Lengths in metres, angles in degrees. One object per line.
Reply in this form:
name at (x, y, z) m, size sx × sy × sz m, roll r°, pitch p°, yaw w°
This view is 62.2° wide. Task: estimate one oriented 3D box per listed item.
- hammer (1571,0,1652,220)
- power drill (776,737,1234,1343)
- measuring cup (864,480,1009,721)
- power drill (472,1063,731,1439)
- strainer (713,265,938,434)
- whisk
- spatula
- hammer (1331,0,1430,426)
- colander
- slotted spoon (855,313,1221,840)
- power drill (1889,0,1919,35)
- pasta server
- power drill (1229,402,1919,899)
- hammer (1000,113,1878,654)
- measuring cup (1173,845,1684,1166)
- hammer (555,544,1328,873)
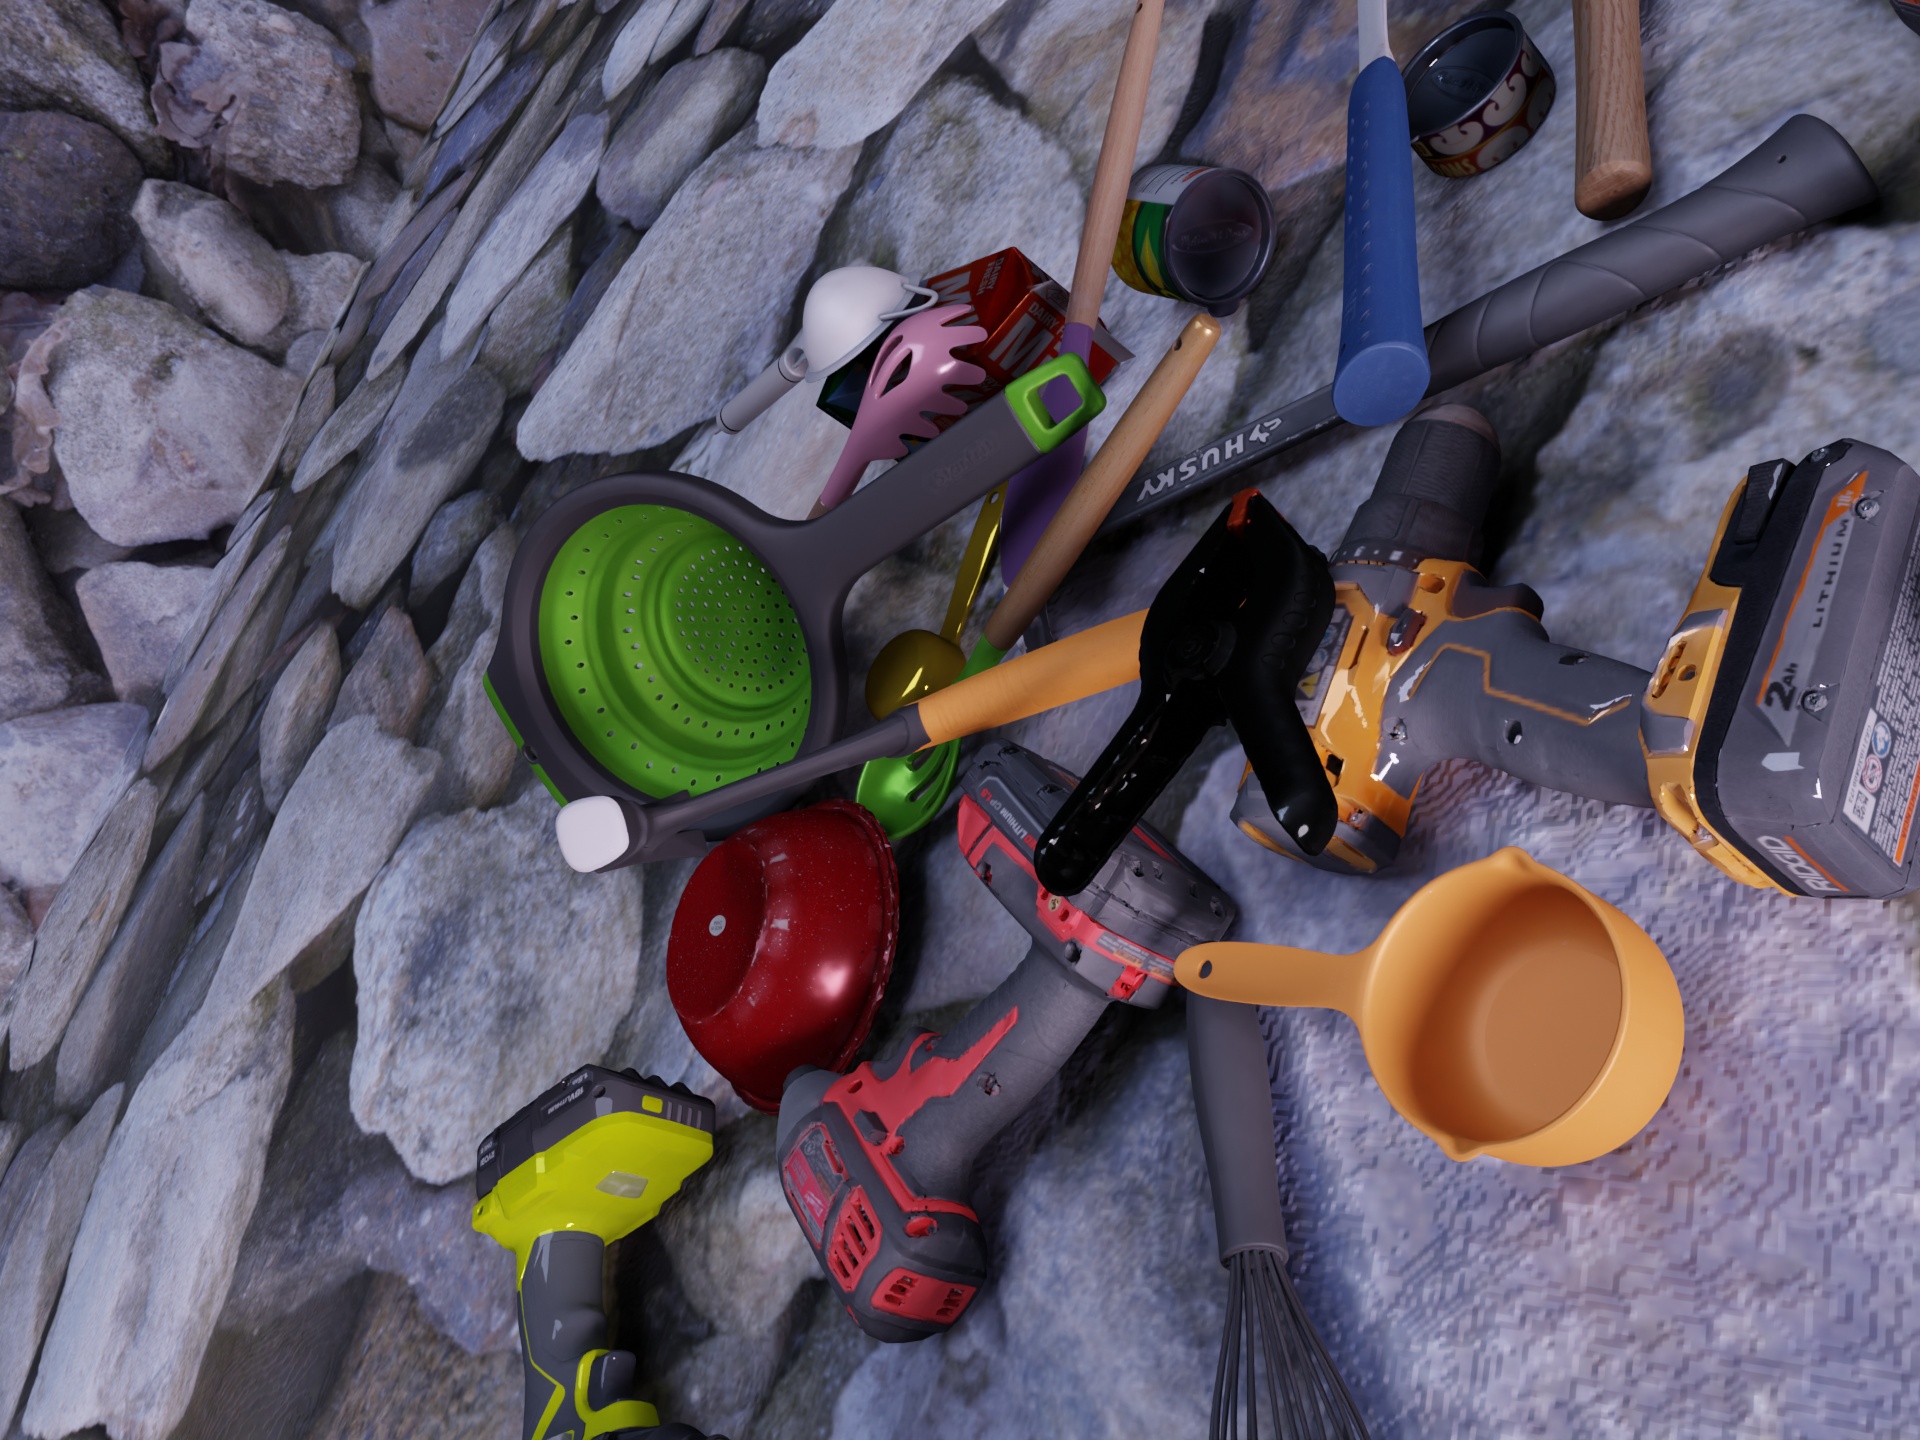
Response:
hammer at (0.274, -0.362, 0.680) m, size 0.031 × 0.130 × 0.331 m, roll 3°, pitch 69°, yaw 10°
power drill at (0.001, 0.127, 0.658) m, size 0.219 × 0.078 × 0.143 m, roll -57°, pitch 34°, yaw 7°
measuring cup at (-0.010, -0.067, 0.849) m, size 0.062 × 0.029 × 0.156 m, roll 5°, pitch 71°, yaw 52°
power drill at (-0.168, 0.286, 0.746) m, size 0.171 × 0.080 × 0.223 m, roll -38°, pitch 44°, yaw 28°
strainer at (-0.096, -0.213, 0.938) m, size 0.258 × 0.050 × 0.087 m, roll -19°, pitch 34°, yaw 57°
whisk at (0.100, 0.177, 0.526) m, size 0.055 × 0.055 × 0.239 m, roll -35°, pitch 37°, yaw 30°
spatula at (0.063, -0.217, 0.785) m, size 0.060 × 0.018 × 0.316 m, roll 2°, pitch 77°, yaw 57°
hammer at (0.185, -0.294, 0.703) m, size 0.144 × 0.035 × 0.406 m, roll 122°, pitch 161°, yaw -54°
colander at (-0.080, -0.079, 0.841) m, size 0.397 × 0.204 × 0.094 m, roll -30°, pitch 6°, yaw 29°
slotted spoon at (0.030, -0.053, 0.723) m, size 0.313 × 0.031 × 0.070 m, roll -56°, pitch 36°, yaw 37°
power drill at (0.412, -0.300, 0.468) m, size 0.226 × 0.084 × 0.164 m, roll -45°, pitch 37°, yaw 13°
pasta server at (-0.077, -0.103, 0.901) m, size 0.316 × 0.040 × 0.060 m, roll -56°, pitch 48°, yaw 37°
power drill at (0.204, -0.034, 0.528) m, size 0.226 × 0.084 × 0.185 m, roll 0°, pitch 63°, yaw 56°
hammer at (0.169, -0.137, 0.682) m, size 0.409 × 0.036 × 0.149 m, roll -22°, pitch 50°, yaw 40°
measuring cup at (0.147, 0.093, 0.519) m, size 0.174 × 0.052 × 0.095 m, roll -4°, pitch 67°, yaw 52°
hammer at (-0.001, -0.002, 0.689) m, size 0.337 × 0.127 × 0.034 m, roll -20°, pitch 85°, yaw 12°
